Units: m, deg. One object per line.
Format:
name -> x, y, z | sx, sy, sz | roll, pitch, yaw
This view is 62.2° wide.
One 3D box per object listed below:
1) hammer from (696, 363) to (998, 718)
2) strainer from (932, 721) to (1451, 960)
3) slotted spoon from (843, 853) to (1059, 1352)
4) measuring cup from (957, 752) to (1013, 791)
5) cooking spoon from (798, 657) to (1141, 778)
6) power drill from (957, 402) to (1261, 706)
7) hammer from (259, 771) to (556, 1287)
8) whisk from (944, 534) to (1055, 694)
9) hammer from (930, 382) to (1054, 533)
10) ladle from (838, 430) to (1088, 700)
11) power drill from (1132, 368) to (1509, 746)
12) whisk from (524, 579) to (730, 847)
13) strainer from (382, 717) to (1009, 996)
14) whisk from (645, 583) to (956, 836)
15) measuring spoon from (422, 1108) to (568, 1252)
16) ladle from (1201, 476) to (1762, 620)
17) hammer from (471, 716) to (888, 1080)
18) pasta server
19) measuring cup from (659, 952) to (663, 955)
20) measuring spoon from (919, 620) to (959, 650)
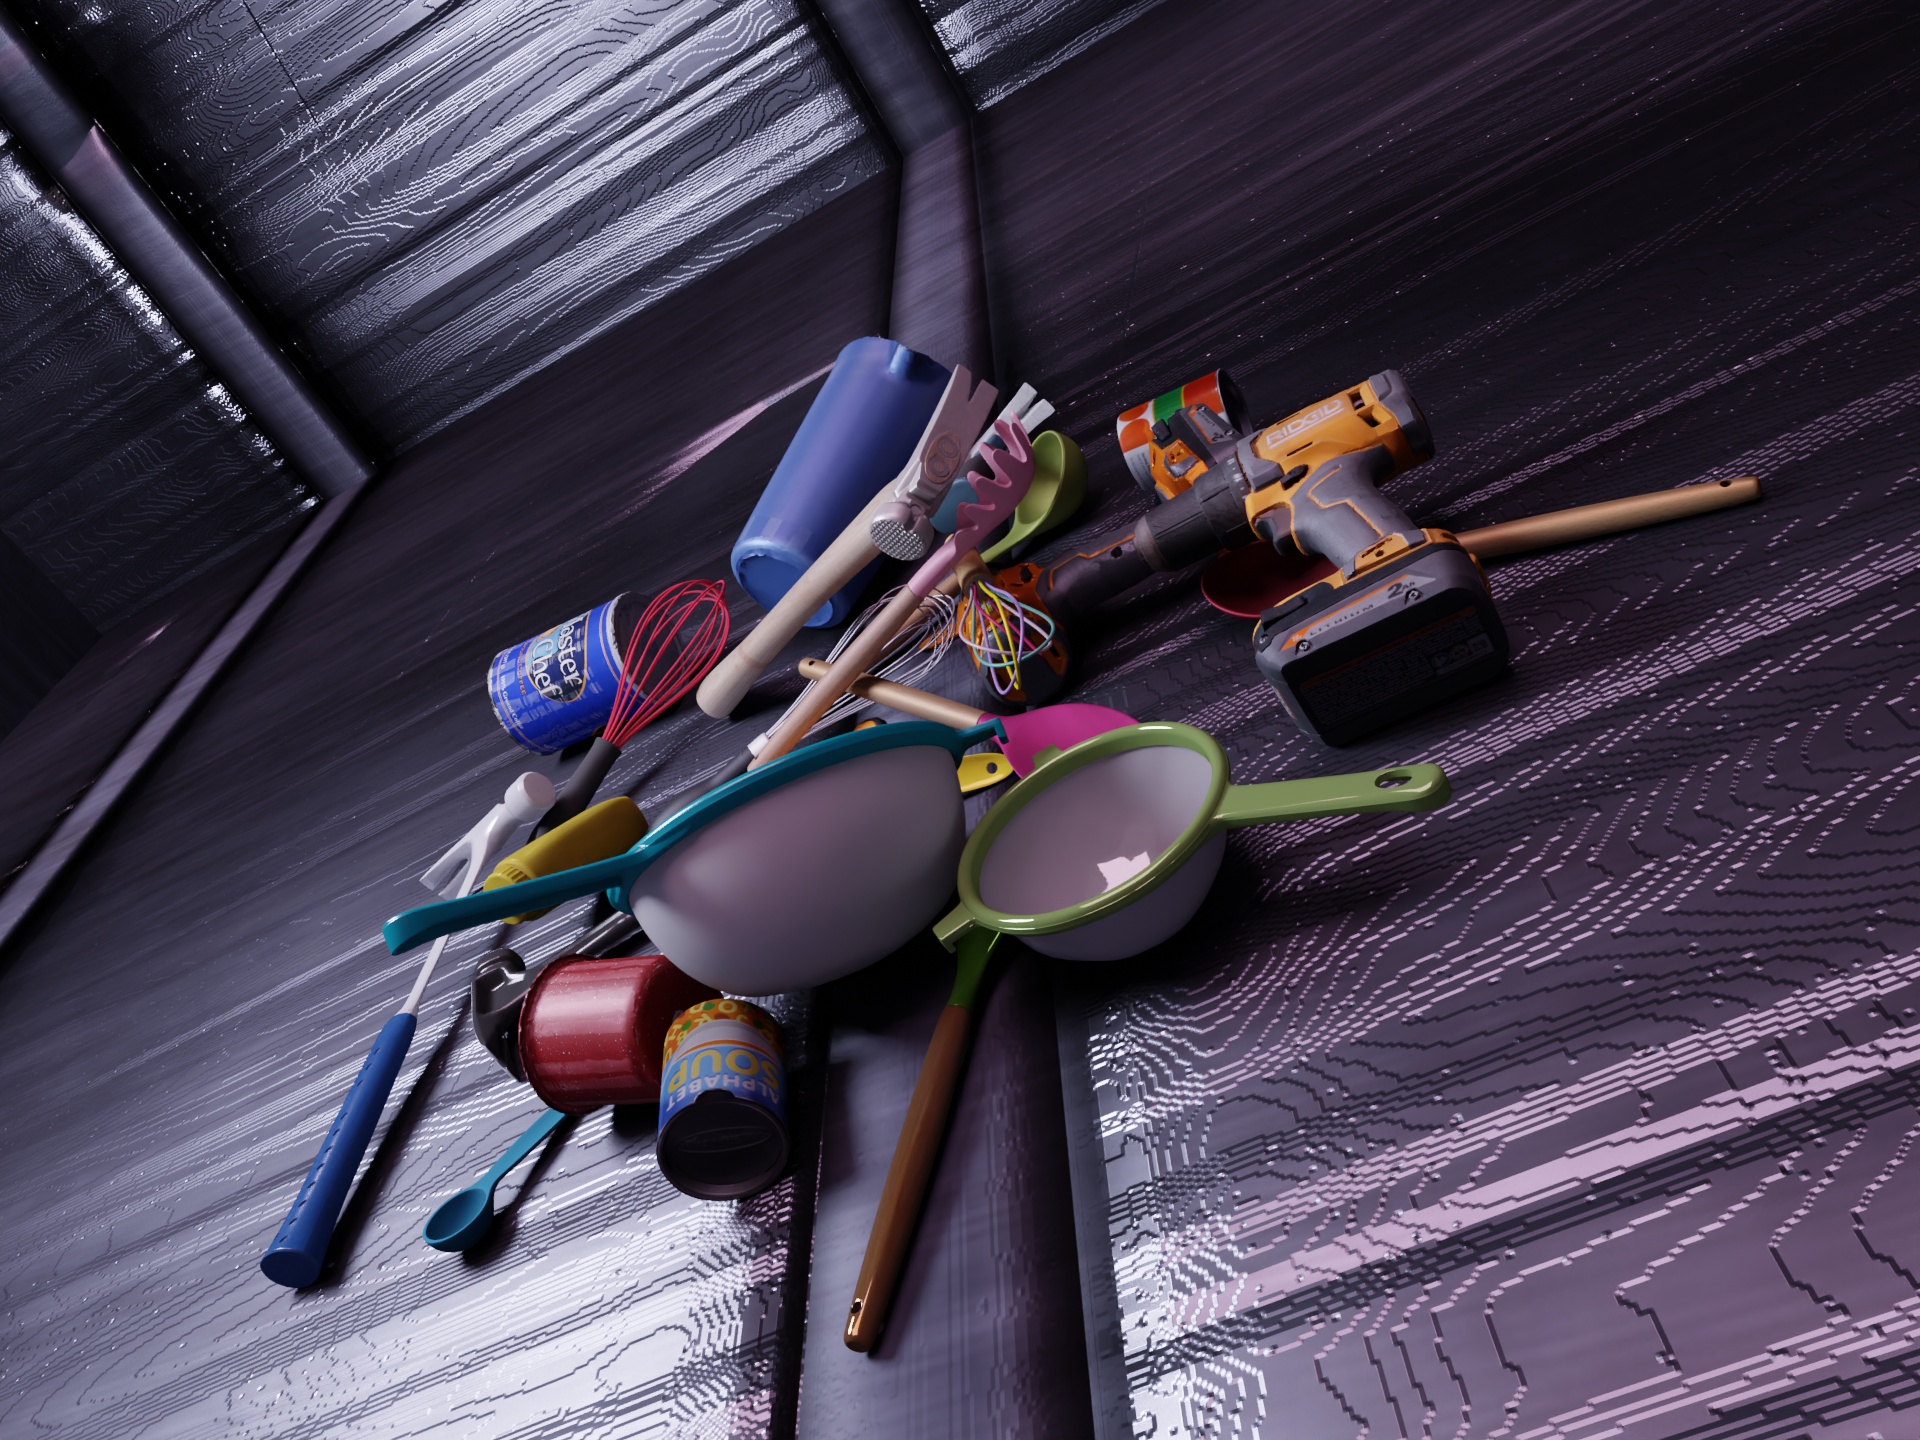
hammer -> -0.100, -0.101, 1.141 | 0.410, 0.038, 0.146 | -36, 26, 55
strainer -> 0.120, 0.064, 0.771 | 0.256, 0.069, 0.151 | -10, 33, 37
slotted spoon -> -0.006, 0.165, 0.790 | 0.070, 0.031, 0.314 | -24, 29, 33
measuring cup -> -0.038, 0.043, 1.017 | 0.156, 0.062, 0.029 | -12, -4, 12
cooking spoon -> -0.002, -0.003, 1.017 | 0.319, 0.017, 0.069 | 18, 62, 44
power drill -> 0.097, -0.116, 1.082 | 0.226, 0.084, 0.164 | -35, 27, 7
hammer -> -0.385, 0.205, 1.104 | 0.144, 0.035, 0.406 | -39, 25, 30
whisk -> 0.016, -0.081, 1.008 | 0.051, 0.047, 0.245 | -40, 23, 8
hammer -> 0.013, -0.189, 1.214 | 0.128, 0.033, 0.331 | -47, 7, 16
ladle -> -0.023, -0.103, 1.217 | 0.320, 0.062, 0.078 | -42, 22, -11
power drill -> 0.193, -0.090, 0.896 | 0.185, 0.084, 0.226 | -26, 38, 19
whisk -> -0.271, 0.004, 1.275 | 0.073, 0.073, 0.296 | 6, 60, 51
strainer -> -0.121, 0.101, 0.821 | 0.340, 0.095, 0.211 | -12, -21, -44
whisk -> -0.116, 0.001, 1.152 | 0.284, 0.070, 0.070 | -39, 27, -1
measuring spoon -> -0.256, 0.261, 0.923 | 0.042, 0.021, 0.129 | -7, 28, 43
ladle -> 0.285, -0.100, 0.909 | 0.315, 0.031, 0.069 | -9, 45, 36
hammer -> -0.181, 0.107, 1.065 | 0.337, 0.034, 0.127 | -35, 26, -3
pasta server -> -0.051, -0.071, 1.041 | 0.316, 0.040, 0.060 | -47, 19, 25
measuring cup -> -0.169, 0.123, 0.996 | 0.083, 0.038, 0.168 | 25, 68, 17
measuring spoon -> 0.018, -0.084, 1.186 | 0.117, 0.011, 0.021 | -29, 27, 9
